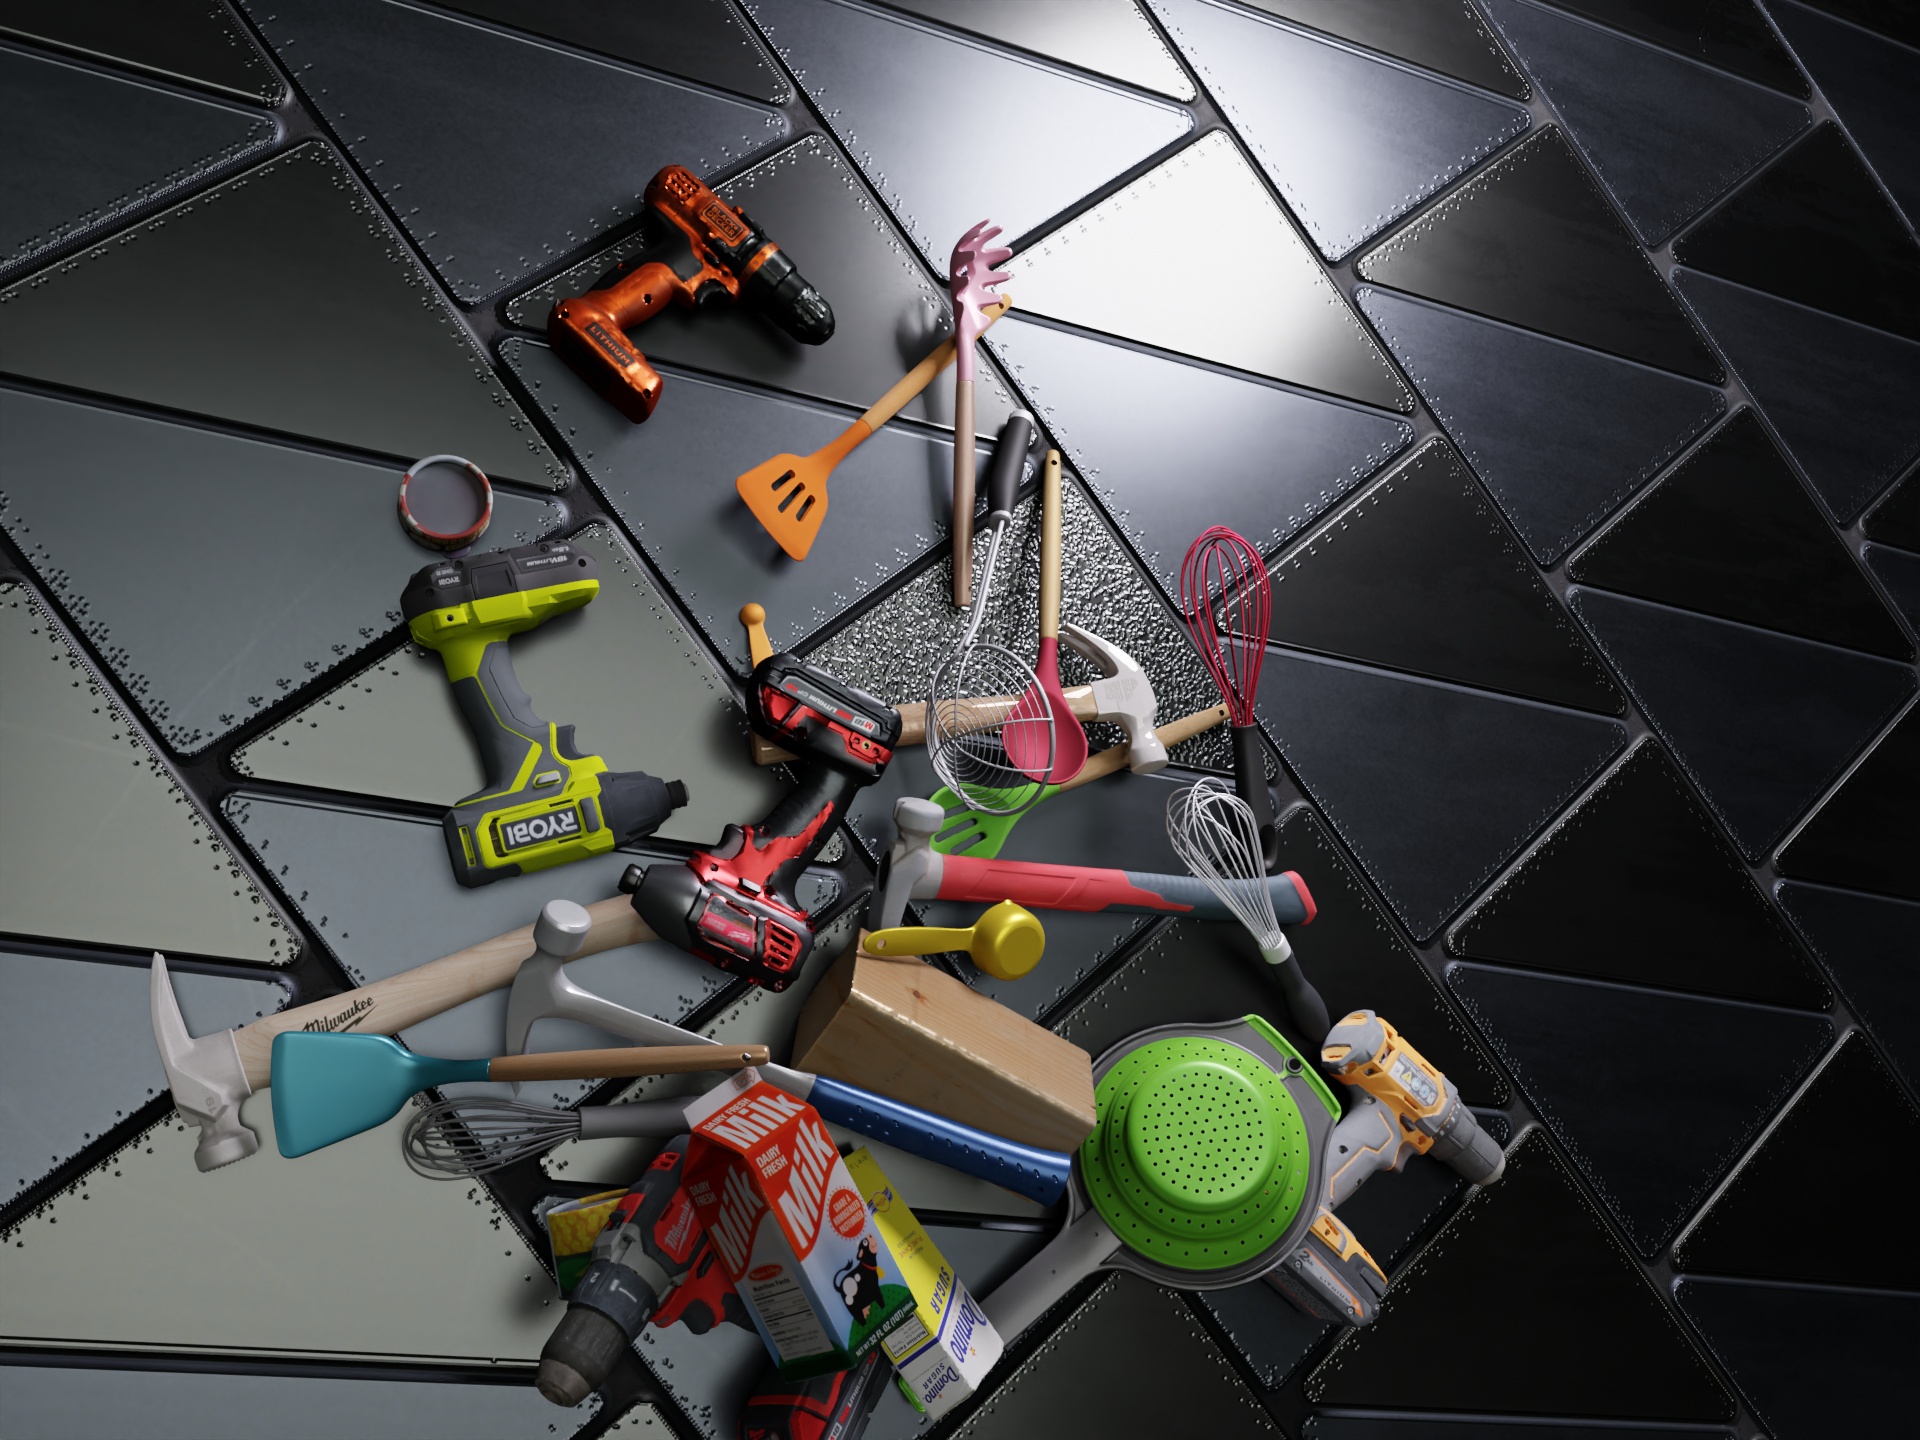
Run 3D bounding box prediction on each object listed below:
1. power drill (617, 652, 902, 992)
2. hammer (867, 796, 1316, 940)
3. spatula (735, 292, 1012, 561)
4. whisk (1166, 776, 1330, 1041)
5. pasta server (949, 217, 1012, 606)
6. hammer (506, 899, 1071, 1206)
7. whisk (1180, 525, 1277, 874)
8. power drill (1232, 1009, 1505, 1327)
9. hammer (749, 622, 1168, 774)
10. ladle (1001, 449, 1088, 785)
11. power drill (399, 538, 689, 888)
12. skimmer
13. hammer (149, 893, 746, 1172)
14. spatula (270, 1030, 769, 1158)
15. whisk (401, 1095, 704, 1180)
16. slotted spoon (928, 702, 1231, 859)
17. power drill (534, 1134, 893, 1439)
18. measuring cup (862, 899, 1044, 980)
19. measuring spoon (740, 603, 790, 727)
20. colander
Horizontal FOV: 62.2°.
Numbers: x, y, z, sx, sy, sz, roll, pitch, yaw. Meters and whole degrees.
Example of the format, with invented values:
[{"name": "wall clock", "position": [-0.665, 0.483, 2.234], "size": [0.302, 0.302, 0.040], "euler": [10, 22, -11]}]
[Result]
[{"name": "power drill", "position": [-0.143, 0.070, 1.144], "size": [0.143, 0.078, 0.220], "euler": [27, 75, -11]}, {"name": "hammer", "position": [0.114, 0.150, 1.268], "size": [0.386, 0.038, 0.143], "euler": [8, 102, -24]}, {"name": "spatula", "position": [-0.058, -0.255, 1.294], "size": [0.323, 0.041, 0.081], "euler": [-46, 109, -23]}, {"name": "whisk", "position": [0.240, 0.159, 1.270], "size": [0.070, 0.070, 0.284], "euler": [-43, 120, -22]}, {"name": "pasta server", "position": [0.010, -0.251, 1.304], "size": [0.060, 0.040, 0.316], "euler": [7, 83, -60]}, {"name": "hammer", "position": [-0.117, 0.256, 1.100], "size": [0.405, 0.035, 0.144], "euler": [23, 112, -9]}, {"name": "whisk", "position": [0.234, -0.015, 1.329], "size": [0.073, 0.073, 0.296], "euler": [-11, 97, -22]}, {"name": "power drill", "position": [0.339, 0.378, 1.296], "size": [0.185, 0.084, 0.226], "euler": [42, 64, -9]}, {"name": "hammer", "position": [-0.002, -0.004, 1.260], "size": [0.331, 0.031, 0.130], "euler": [-7, 68, -17]}, {"name": "ladle", "position": [0.070, -0.087, 1.284], "size": [0.069, 0.031, 0.316], "euler": [9, 63, -10]}, {"name": "power drill", "position": [-0.300, -0.008, 1.141], "size": [0.171, 0.080, 0.223], "euler": [-14, 88, -21]}, {"name": "skimmer", "position": [0.042, -0.097, 1.252], "size": [0.090, 0.127, 0.364], "euler": [32, 50, -25]}, {"name": "hammer", "position": [-0.338, 0.166, 1.112], "size": [0.410, 0.038, 0.146], "euler": [-19, 85, -23]}, {"name": "spatula", "position": [-0.285, 0.233, 1.046], "size": [0.317, 0.044, 0.082], "euler": [-4, 89, -1]}, {"name": "whisk", "position": [-0.265, 0.285, 1.110], "size": [0.239, 0.055, 0.055], "euler": [1, 79, -25]}, {"name": "slotted spoon", "position": [0.099, 0.045, 1.301], "size": [0.313, 0.031, 0.070], "euler": [-22, 88, -24]}, {"name": "power drill", "position": [-0.163, 0.414, 1.053], "size": [0.226, 0.080, 0.188], "euler": [51, 43, -17]}, {"name": "measuring cup", "position": [-0.001, 0.166, 1.170], "size": [0.156, 0.029, 0.062], "euler": [4, 101, -38]}, {"name": "measuring spoon", "position": [-0.148, -0.040, 1.218], "size": [0.021, 0.011, 0.117], "euler": [-9, 67, -17]}, {"name": "colander", "position": [0.115, 0.366, 1.178], "size": [0.397, 0.094, 0.205], "euler": [-37, 68, -14]}]
